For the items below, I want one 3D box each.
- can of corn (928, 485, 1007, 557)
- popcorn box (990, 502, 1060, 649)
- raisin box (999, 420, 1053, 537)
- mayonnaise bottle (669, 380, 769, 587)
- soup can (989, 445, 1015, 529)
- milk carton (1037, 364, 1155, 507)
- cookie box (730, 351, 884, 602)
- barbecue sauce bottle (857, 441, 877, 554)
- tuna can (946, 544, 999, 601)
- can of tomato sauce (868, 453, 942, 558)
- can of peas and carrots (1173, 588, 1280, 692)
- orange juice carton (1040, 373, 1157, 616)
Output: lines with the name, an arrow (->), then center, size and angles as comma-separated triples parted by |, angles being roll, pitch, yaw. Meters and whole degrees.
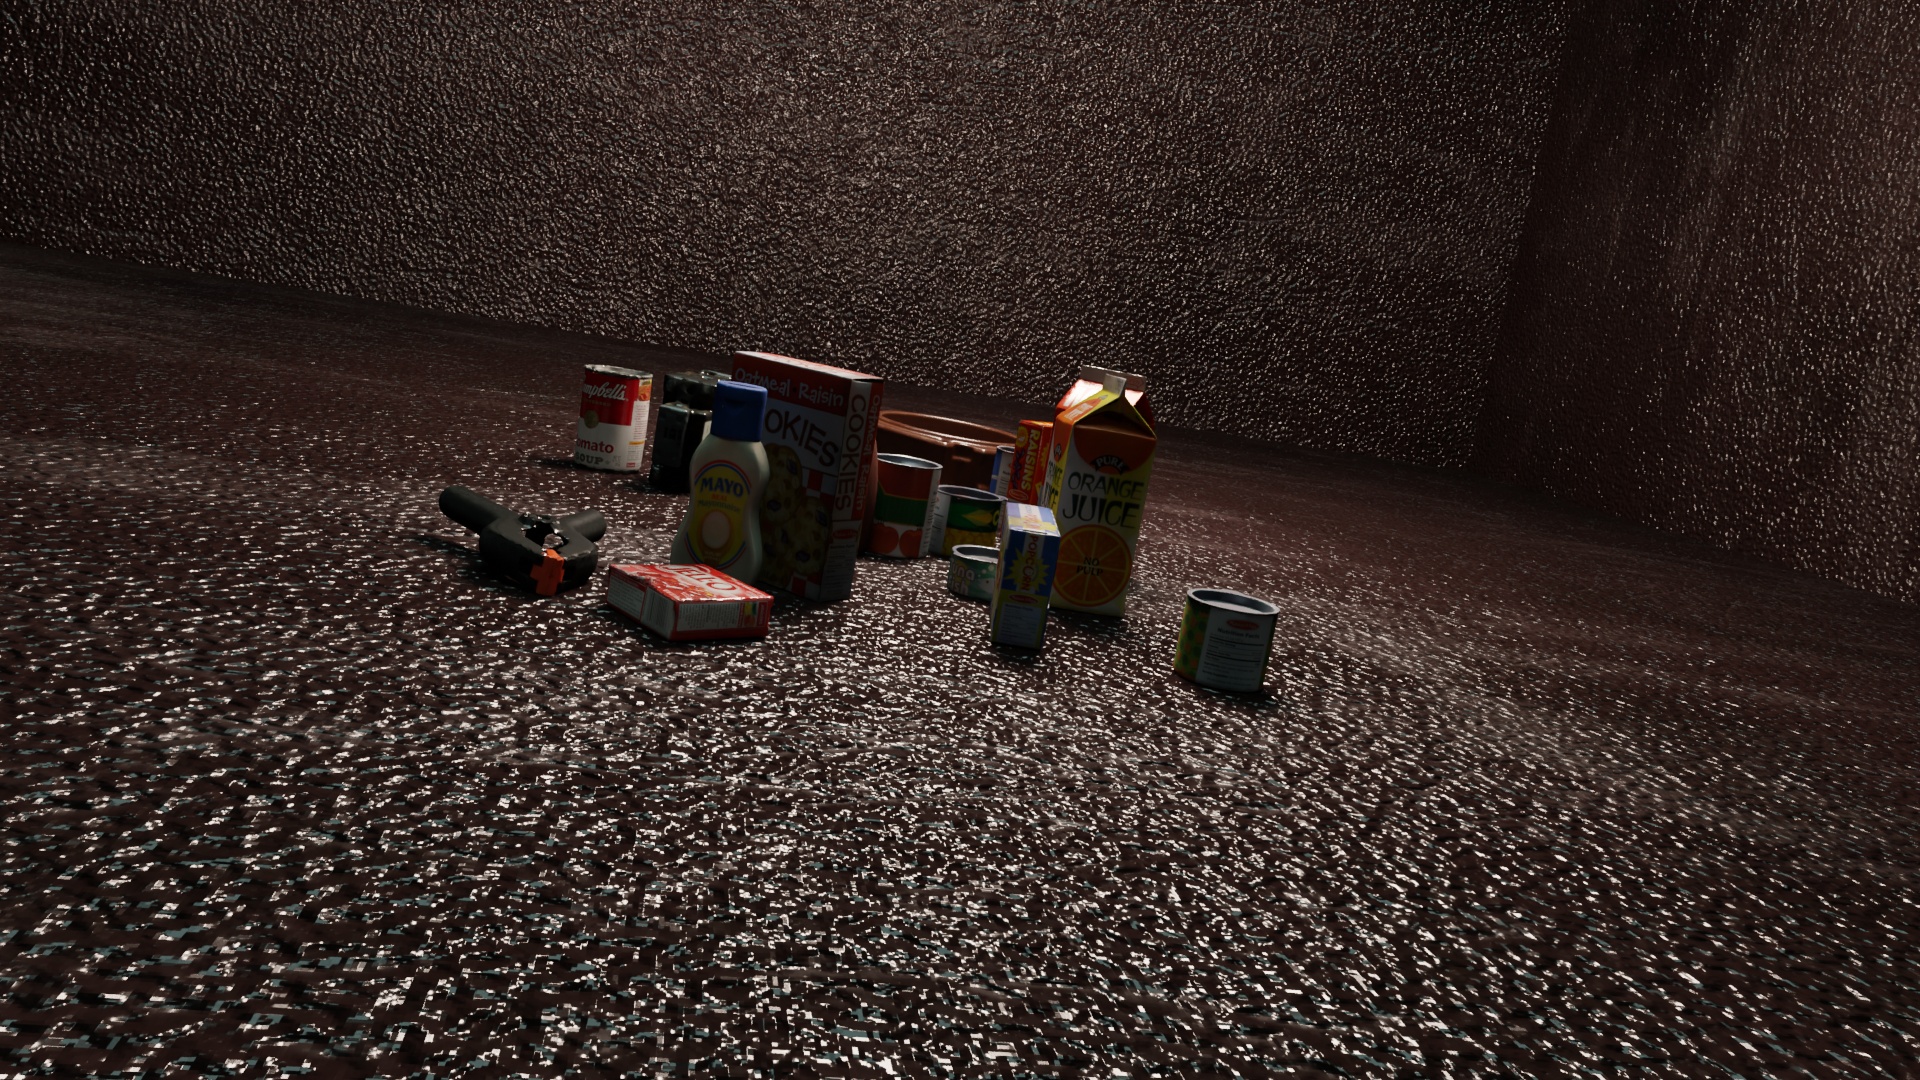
can of corn -> 0.005, -0.016, 1.290 | 0.071, 0.058, 0.071 | 10, 10, -2
popcorn box -> 0.047, 0.024, 1.034 | 0.038, 0.085, 0.127 | 10, 10, -1
raisin box -> 0.092, -0.058, 1.419 | 0.086, 0.123, 0.040 | 2, 12, -39
mayonnaise bottle -> -0.167, -0.038, 0.992 | 0.065, 0.147, 0.041 | 10, 9, 2
soup can -> 0.065, -0.055, 1.488 | 0.071, 0.083, 0.071 | 10, 10, -2
milk carton -> 0.126, -0.065, 1.302 | 0.072, 0.190, 0.073 | 16, 11, 31
cookie box -> -0.126, -0.051, 1.046 | 0.123, 0.167, 0.040 | 17, 12, 35
barbecue sauce bottle -> -0.099, -0.065, 1.206 | 0.065, 0.148, 0.044 | 15, 11, 30
tuna can -> 0.021, 0.027, 1.140 | 0.071, 0.032, 0.071 | 10, 10, -2
can of tomato sauce -> -0.057, -0.032, 1.248 | 0.071, 0.083, 0.071 | 10, 10, -2
can of peas and carrots -> 0.188, 0.070, 0.989 | 0.071, 0.058, 0.071 | 10, 10, -2
orange juice carton -> 0.110, -0.041, 1.148 | 0.073, 0.192, 0.072 | 9, 10, -8
